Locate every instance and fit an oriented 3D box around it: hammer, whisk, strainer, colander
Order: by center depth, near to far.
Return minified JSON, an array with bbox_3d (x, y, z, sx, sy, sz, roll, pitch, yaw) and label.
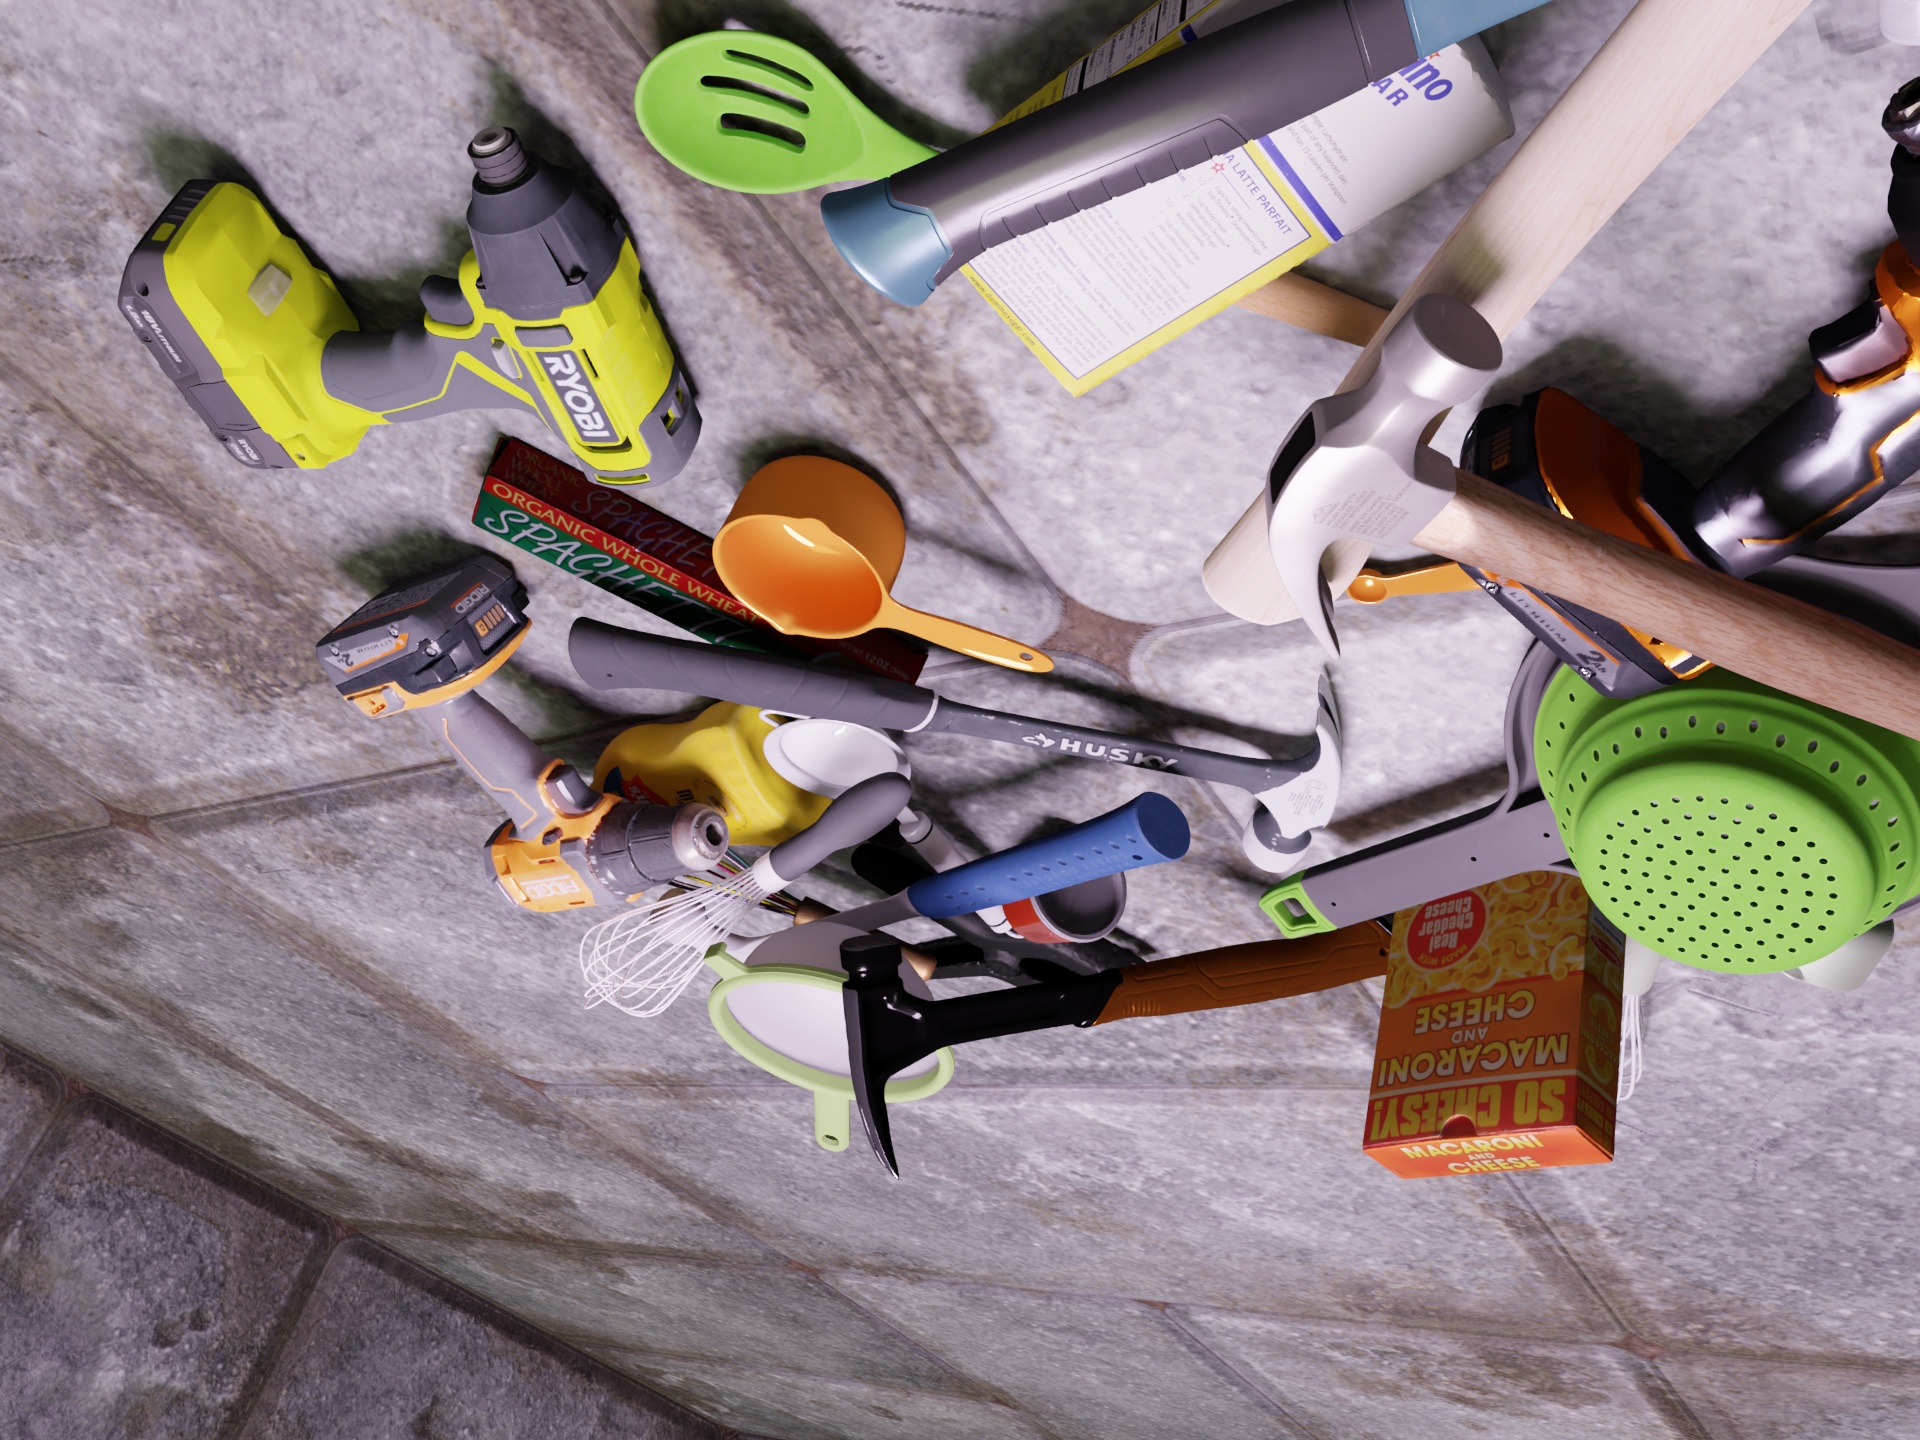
[{"bbox_3d":[0.168,-0.161,0.440,0.146,0.038,0.410,12,143,-17],"label":"hammer"},{"bbox_3d":[0.114,-0.196,0.457,0.331,0.033,0.128,-18,131,18],"label":"hammer"},{"bbox_3d":[0.253,-0.035,0.544,0.331,0.031,0.130,18,143,-16],"label":"hammer"},{"bbox_3d":[0.276,0.065,0.727,0.204,0.094,0.397,49,139,-10],"label":"colander"},{"bbox_3d":[-0.001,-0.003,0.829,0.409,0.036,0.149,11,147,0],"label":"hammer"},{"bbox_3d":[0.100,0.161,0.897,0.336,0.127,0.034,-7,-178,-18],"label":"hammer"},{"bbox_3d":[0.379,0.150,0.904,0.059,0.058,0.246,-18,140,-7],"label":"whisk"},{"bbox_3d":[-0.133,0.105,0.950,0.284,0.070,0.070,-35,122,29],"label":"whisk"},{"bbox_3d":[-0.025,0.113,0.955,0.144,0.035,0.405,40,141,-26],"label":"hammer"},{"bbox_3d":[-0.032,0.058,0.957,0.087,0.050,0.258,-15,132,34],"label":"strainer"},{"bbox_3d":[-0.073,0.196,0.998,0.151,0.069,0.256,13,145,5],"label":"strainer"},{"bbox_3d":[-0.129,0.118,1.089,0.245,0.051,0.047,24,171,3],"label":"whisk"}]

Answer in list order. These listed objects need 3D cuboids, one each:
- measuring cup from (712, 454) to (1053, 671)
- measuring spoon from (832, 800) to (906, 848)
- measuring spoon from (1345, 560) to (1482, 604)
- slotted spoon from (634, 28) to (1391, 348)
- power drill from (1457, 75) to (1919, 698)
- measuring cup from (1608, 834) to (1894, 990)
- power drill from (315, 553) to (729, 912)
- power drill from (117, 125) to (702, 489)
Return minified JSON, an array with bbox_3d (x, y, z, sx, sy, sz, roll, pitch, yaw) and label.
[{"bbox_3d":[-0.031,-0.073,0.776,0.173,0.052,0.095,20,147,-5],"label":"measuring cup"},{"bbox_3d":[-0.088,0.048,1.015,0.124,0.018,0.034,21,140,9],"label":"measuring spoon"},{"bbox_3d":[0.226,-0.067,0.695,0.117,0.011,0.021,-7,139,29],"label":"measuring spoon"},{"bbox_3d":[0.033,-0.190,0.598,0.313,0.031,0.070,19,146,-3],"label":"slotted spoon"},{"bbox_3d":[0.285,-0.108,0.545,0.164,0.084,0.226,35,139,-23],"label":"power drill"},{"bbox_3d":[0.374,0.069,0.780,0.168,0.083,0.038,32,122,13],"label":"measuring cup"},{"bbox_3d":[-0.250,0.017,0.938,0.185,0.084,0.226,-11,120,37],"label":"power drill"},{"bbox_3d":[-0.244,-0.180,0.708,0.223,0.080,0.171,2,144,17],"label":"power drill"}]
